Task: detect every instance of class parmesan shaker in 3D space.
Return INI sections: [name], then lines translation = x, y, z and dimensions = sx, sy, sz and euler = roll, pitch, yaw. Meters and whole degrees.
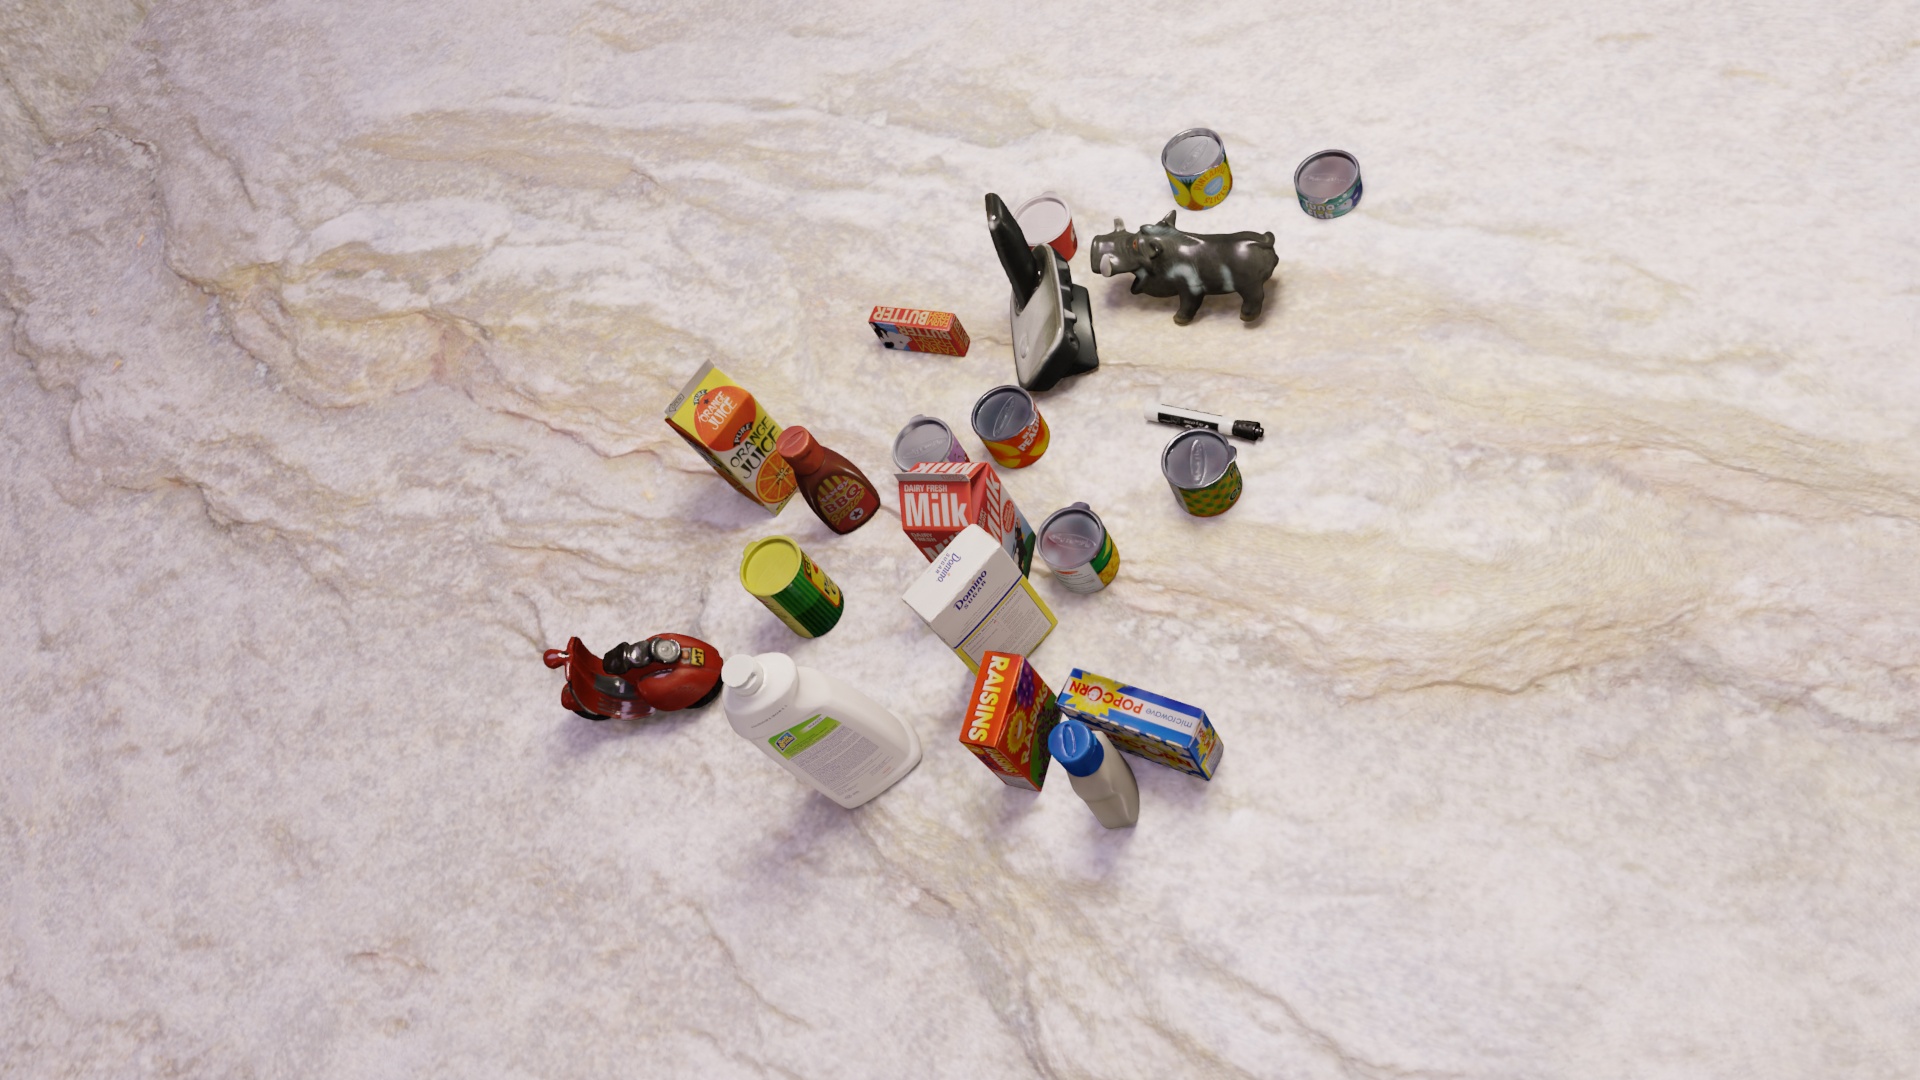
[parmesan shaker]
translation = -0.167, 0.045, 1.380
dimensions = 0.071, 0.102, 0.071
euler = -10, 59, 18

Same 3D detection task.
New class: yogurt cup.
[yogurt cup]
translation = 0.094, -0.333, 1.511
dimensions = 0.072, 0.053, 0.073
euler = -10, 59, 18

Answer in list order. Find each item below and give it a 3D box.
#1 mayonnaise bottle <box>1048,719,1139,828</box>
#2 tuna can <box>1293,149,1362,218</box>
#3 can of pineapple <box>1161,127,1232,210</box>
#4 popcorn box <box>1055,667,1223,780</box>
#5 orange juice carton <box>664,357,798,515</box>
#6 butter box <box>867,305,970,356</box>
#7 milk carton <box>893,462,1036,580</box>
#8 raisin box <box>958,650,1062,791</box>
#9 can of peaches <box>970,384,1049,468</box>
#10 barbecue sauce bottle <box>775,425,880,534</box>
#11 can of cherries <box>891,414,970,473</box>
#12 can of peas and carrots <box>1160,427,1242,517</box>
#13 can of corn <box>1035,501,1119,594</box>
[mayonnaise bottle]
translation = 0.111, 0.190, 1.152
dimensions = 0.041, 0.147, 0.065
euler = -16, 58, 15
[tuna can]
translation = 0.376, -0.362, 1.420
dimensions = 0.071, 0.032, 0.071
euler = -10, 59, 18
[can of pineapple]
translation = 0.253, -0.393, 1.474
dimensions = 0.071, 0.057, 0.071
euler = -10, 59, 18
[popcorn box]
translation = 0.155, 0.157, 1.190
dimensions = 0.127, 0.085, 0.038
euler = 16, 70, 30
[orange juice carton]
translation = -0.236, -0.111, 1.443
dimensions = 0.073, 0.192, 0.072
euler = 30, 78, 33
[butter box]
translation = -0.044, -0.228, 1.512
dimensions = 0.103, 0.053, 0.024
euler = 10, 67, 28
[milk carton]
translation = 0.005, -0.016, 1.288
dimensions = 0.072, 0.190, 0.074
euler = 0, 63, 24
[raisin box]
translation = 0.047, 0.159, 1.212
dimensions = 0.040, 0.123, 0.086
euler = 7, 66, 27
[can of peaches]
translation = 0.053, -0.114, 1.403
dimensions = 0.071, 0.058, 0.071
euler = -10, 59, 18
[barbecue sauce bottle]
translation = -0.137, -0.064, 1.401
dimensions = 0.065, 0.148, 0.044
euler = -39, 55, 0
[can of cherries]
translation = -0.029, -0.086, 1.422
dimensions = 0.071, 0.058, 0.072
euler = -10, 59, 18
[can of peas and carrots]
translation = 0.229, -0.064, 1.299
dimensions = 0.071, 0.058, 0.071
euler = -10, 59, 18
[can of corn]
translation = 0.112, 0.008, 1.309
dimensions = 0.071, 0.058, 0.071
euler = -10, 59, 18
